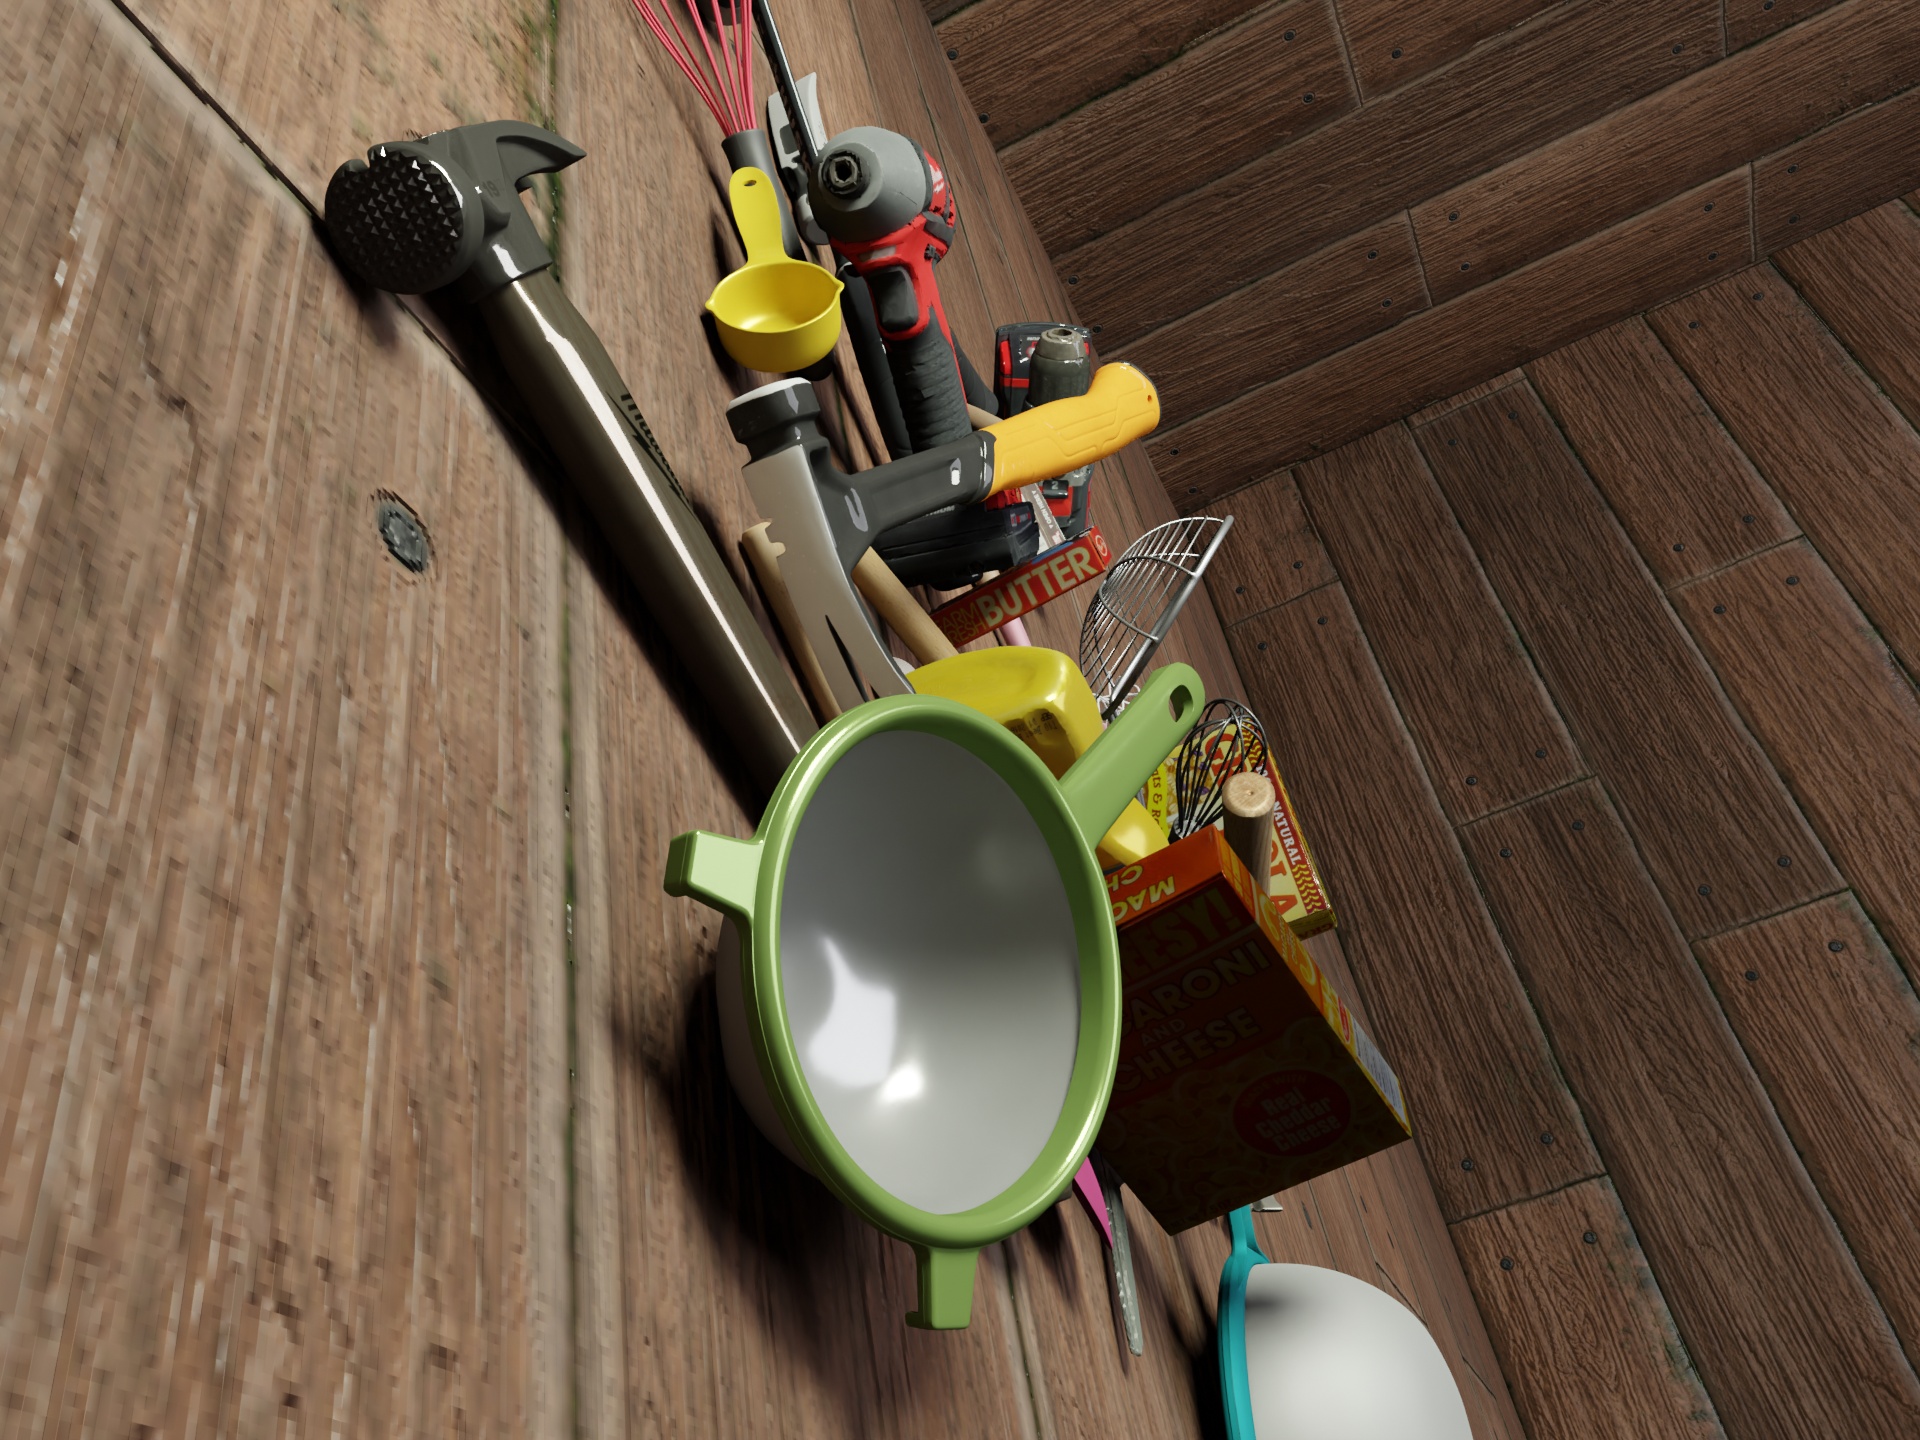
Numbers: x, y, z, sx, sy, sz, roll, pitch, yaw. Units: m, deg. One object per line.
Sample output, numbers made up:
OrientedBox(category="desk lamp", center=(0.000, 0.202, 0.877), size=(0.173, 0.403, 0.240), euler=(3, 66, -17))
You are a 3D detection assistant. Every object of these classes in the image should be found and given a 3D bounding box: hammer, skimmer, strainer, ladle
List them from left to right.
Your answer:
OrientedBox(category="hammer", center=(-0.061, 0.000, 0.534), size=(0.410, 0.038, 0.146), euler=(62, 12, -19))
OrientedBox(category="hammer", center=(-0.065, -0.268, 0.897), size=(0.149, 0.036, 0.409), euler=(161, -90, -76))
OrientedBox(category="hammer", center=(-0.044, -0.310, 1.132), size=(0.334, 0.035, 0.146), euler=(44, 27, -60))
OrientedBox(category="ladle", center=(-0.001, -0.003, 0.790), size=(0.319, 0.062, 0.078), euler=(50, 23, -32))
OrientedBox(category="strainer", center=(0.002, 0.048, 0.495), size=(0.256, 0.069, 0.151), euler=(-43, 111, -49))
OrientedBox(category="hammer", center=(0.020, -0.111, 0.717), size=(0.337, 0.034, 0.127), euler=(-34, 106, -56))
OrientedBox(category="skimmer", center=(0.134, 0.063, 0.905), size=(0.127, 0.090, 0.363), euler=(-54, 135, -59))
OrientedBox(category="hammer", center=(0.167, 0.167, 0.927), size=(0.130, 0.031, 0.331), euler=(-84, 169, -51))
OrientedBox(category="strainer", center=(0.186, 0.295, 0.781), size=(0.210, 0.095, 0.340), euler=(30, 47, -67))

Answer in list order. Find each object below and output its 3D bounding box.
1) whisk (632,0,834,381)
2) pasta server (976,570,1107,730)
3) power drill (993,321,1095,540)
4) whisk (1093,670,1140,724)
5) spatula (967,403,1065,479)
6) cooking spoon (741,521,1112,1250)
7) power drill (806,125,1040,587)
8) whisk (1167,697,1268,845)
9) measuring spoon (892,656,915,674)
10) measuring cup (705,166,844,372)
OrientedBox(category="whisk", center=(-0.118, -0.317, 0.814), size=(0.073, 0.073, 0.296), euler=(-40, 113, -76))
OrientedBox(category="pasta server", center=(0.023, -0.100, 1.033), size=(0.060, 0.040, 0.316), euler=(-158, -138, -86))
OrientedBox(category="power drill", center=(0.068, -0.240, 1.238), size=(0.227, 0.080, 0.187), euler=(-91, -178, -56))
OrientedBox(category="whisk", center=(0.106, 0.057, 1.068), size=(0.070, 0.070, 0.285), euler=(60, 19, -28))
OrientedBox(category="spatula", center=(0.005, -0.183, 0.960), size=(0.059, 0.018, 0.316), euler=(60, -4, -26))
OrientedBox(category="cooking spoon", center=(-0.011, 0.067, 0.633), size=(0.319, 0.017, 0.069), euler=(64, -8, -3))
OrientedBox(category="power drill", center=(-0.024, -0.179, 0.789), size=(0.143, 0.078, 0.219), euler=(-43, 122, -77))
OrientedBox(category="whisk", center=(0.150, 0.071, 1.019), size=(0.238, 0.055, 0.055), euler=(101, -18, -49))
OrientedBox(category="measuring spoon", center=(-0.007, 0.023, 0.744), size=(0.034, 0.018, 0.124), euler=(-79, 144, -68))
OrientedBox(category="measuring cup", center=(-0.091, -0.213, 0.746), size=(0.029, 0.062, 0.157), euler=(85, -8, -45))
